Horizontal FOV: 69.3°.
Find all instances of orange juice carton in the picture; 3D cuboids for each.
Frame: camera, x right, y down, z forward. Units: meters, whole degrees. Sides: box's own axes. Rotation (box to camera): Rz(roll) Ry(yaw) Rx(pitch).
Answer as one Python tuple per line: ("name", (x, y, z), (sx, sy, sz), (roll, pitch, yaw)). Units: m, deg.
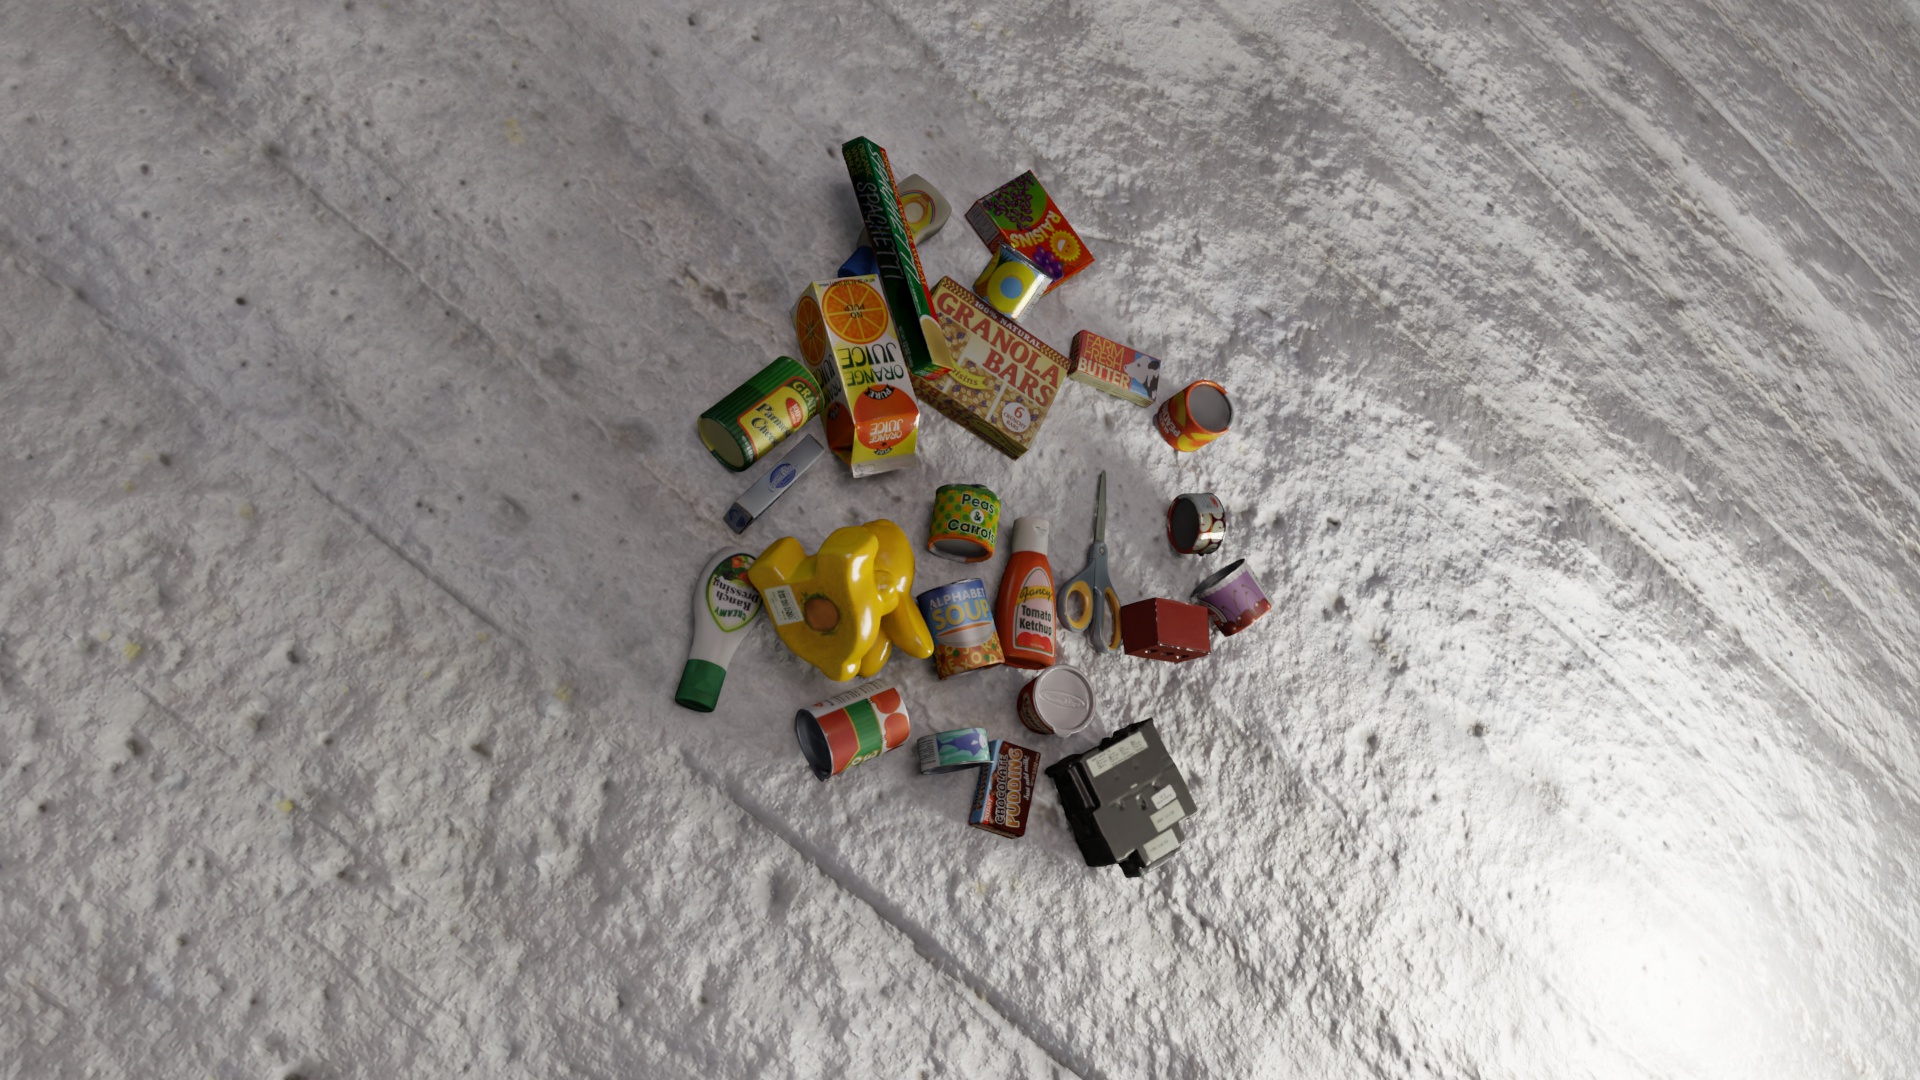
("orange juice carton", (-0.099, -0.157, 1.356), (0.072, 0.072, 0.193), (-12, 79, -28))

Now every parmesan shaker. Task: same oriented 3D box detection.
("parmesan shaker", (-0.187, -0.117, 1.308), (0.071, 0.071, 0.103), (49, 61, -4))

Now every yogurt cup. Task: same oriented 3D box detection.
("yogurt cup", (0.090, 0.158, 1.352), (0.072, 0.053, 0.072), (8, 70, -23))

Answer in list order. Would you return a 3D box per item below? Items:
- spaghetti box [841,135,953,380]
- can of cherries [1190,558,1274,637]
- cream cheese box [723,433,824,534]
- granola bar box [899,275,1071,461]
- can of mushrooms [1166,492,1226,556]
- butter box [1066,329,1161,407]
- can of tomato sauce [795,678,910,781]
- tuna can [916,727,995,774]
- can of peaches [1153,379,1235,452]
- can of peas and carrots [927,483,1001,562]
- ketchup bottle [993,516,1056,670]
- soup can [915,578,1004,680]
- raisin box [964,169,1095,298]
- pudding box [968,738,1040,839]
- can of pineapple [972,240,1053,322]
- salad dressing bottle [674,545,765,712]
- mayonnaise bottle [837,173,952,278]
("spaghetti box", (-0.063, -0.281, 1.379), (0.050, 0.028, 0.250), (4, 67, -66))
("can of cherries", (0.288, 0.062, 1.472), (0.072, 0.071, 0.058), (-36, 92, -30))
("cream cheese box", (-0.174, -0.052, 1.298), (0.024, 0.053, 0.104), (45, 61, -4))
("granola bar box", (0.021, -0.179, 1.439), (0.165, 0.039, 0.125), (32, 62, -13))
("can of mushrooms", (0.250, -0.016, 1.479), (0.033, 0.070, 0.071), (-1, 74, -26))
("butter box", (0.169, -0.188, 1.520), (0.103, 0.024, 0.053), (19, 67, -19))
("can of tomato sauce", (-0.096, 0.171, 1.254), (0.083, 0.071, 0.071), (-20, 83, -29))
("tuna can", (-0.004, 0.195, 1.288), (0.071, 0.071, 0.033), (-3, 74, -26))
("can of peaches", (0.257, -0.137, 1.525), (0.071, 0.058, 0.071), (8, 71, -23))
("can of peas and carrots", (0.005, -0.017, 1.360), (0.071, 0.070, 0.059), (17, 68, -20))
("ketchup bottle", (0.066, 0.051, 1.382), (0.065, 0.043, 0.149), (17, 66, -30))
("soup can", (0.001, 0.084, 1.325), (0.071, 0.071, 0.084), (-11, 79, -28))
("raisin box", (0.076, -0.331, 1.516), (0.086, 0.040, 0.123), (-37, 91, -31))
("pudding box", (0.042, 0.235, 1.318), (0.049, 0.030, 0.084), (21, 65, -17))
("can of pineapple", (0.053, -0.270, 1.451), (0.071, 0.071, 0.057), (32, 105, -13))
("salad dressing bottle", (-0.215, 0.079, 1.241), (0.064, 0.044, 0.148), (23, 65, -20))
("mayonnaise bottle", (-0.071, -0.313, 1.439), (0.064, 0.041, 0.149), (41, 61, -9))
